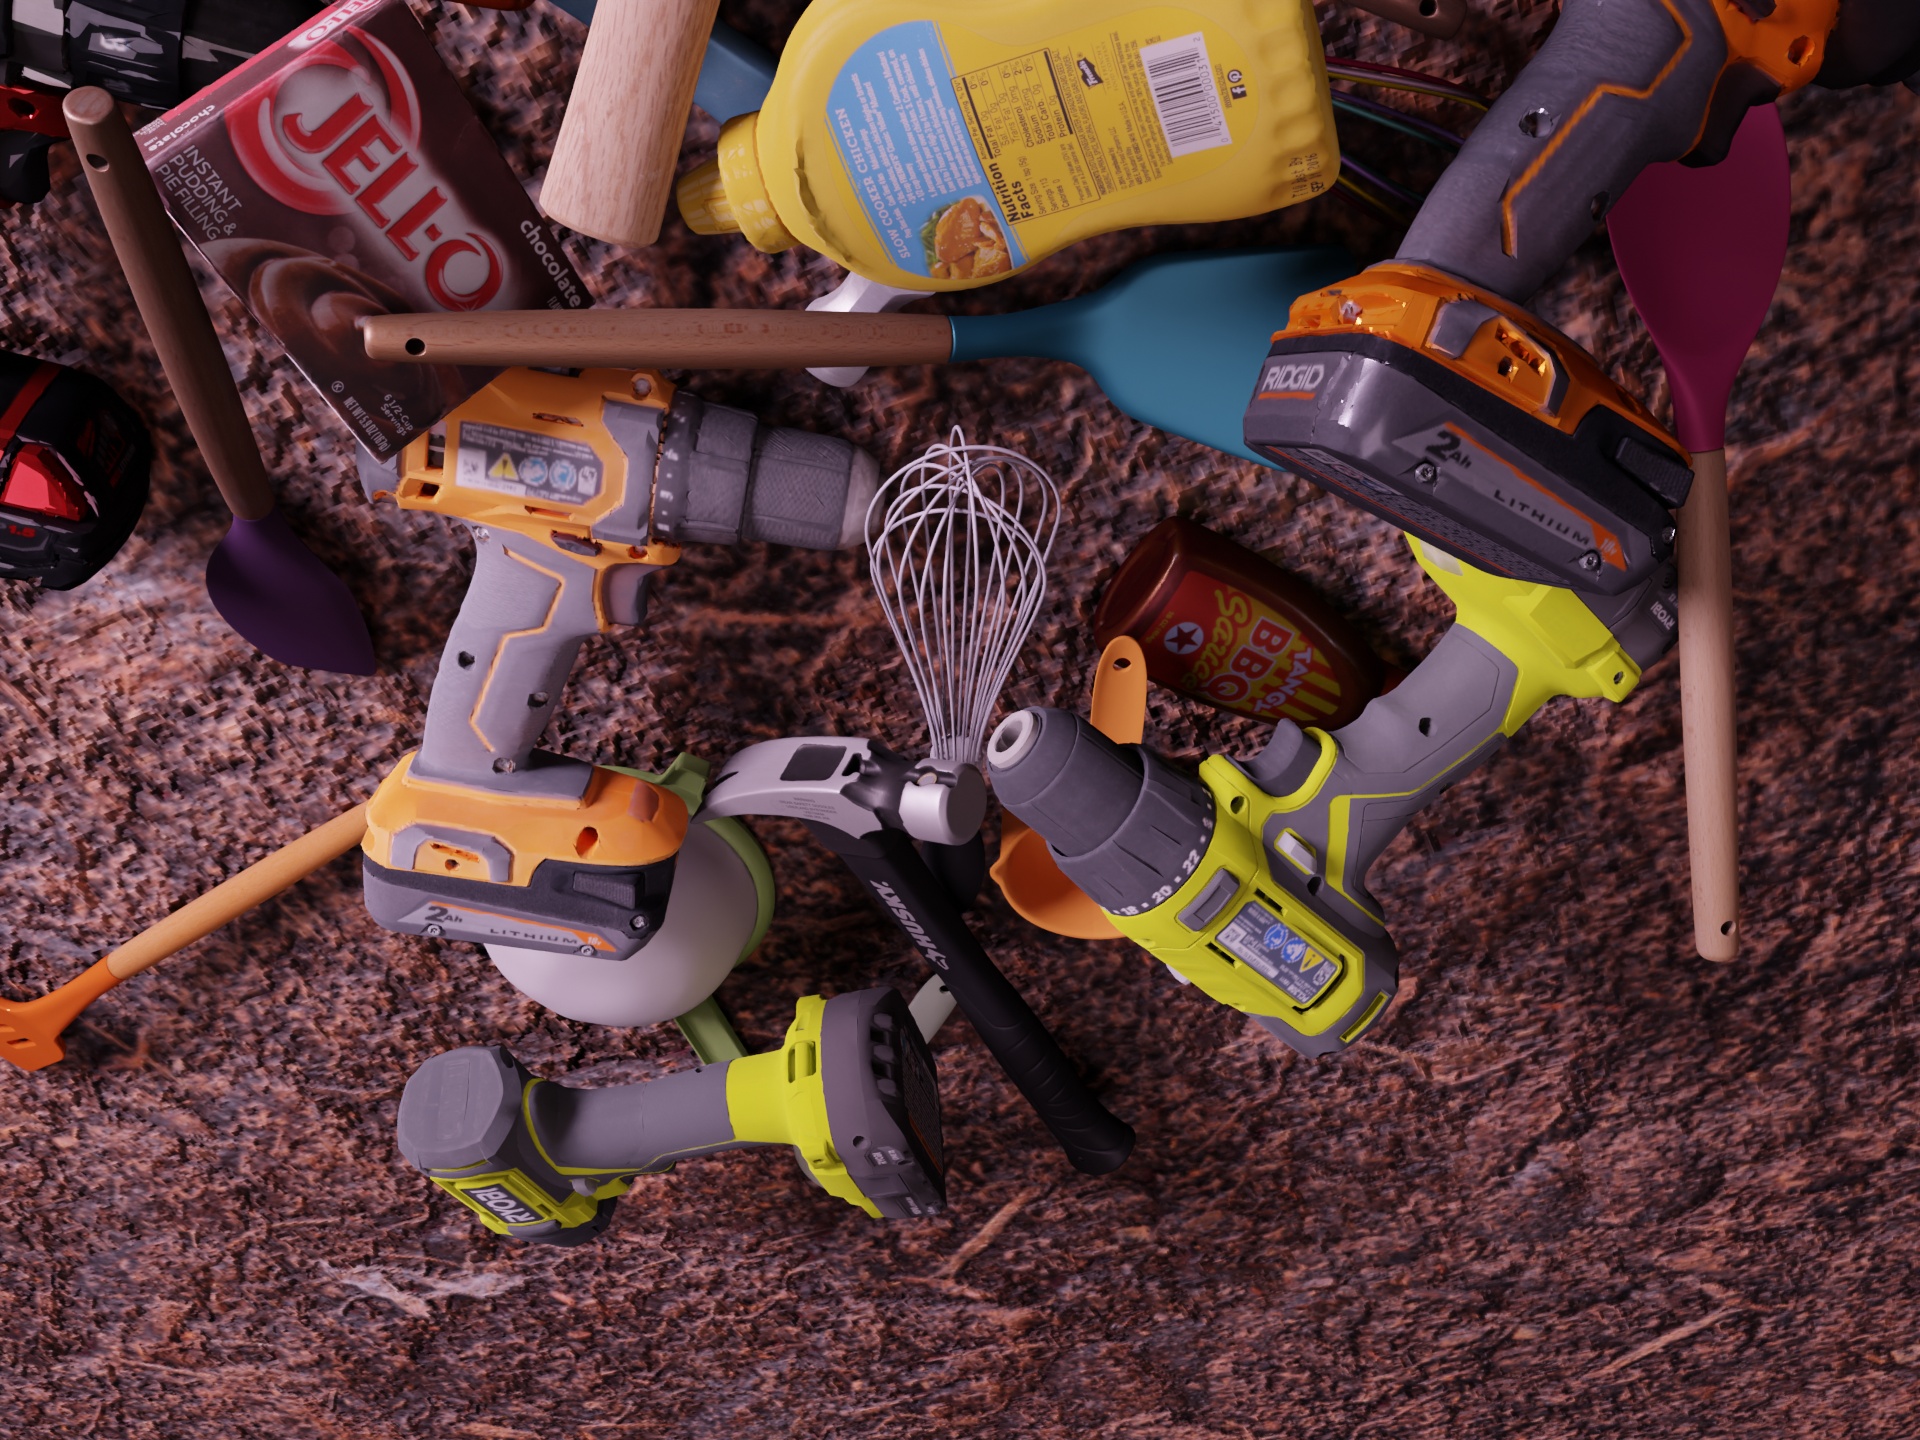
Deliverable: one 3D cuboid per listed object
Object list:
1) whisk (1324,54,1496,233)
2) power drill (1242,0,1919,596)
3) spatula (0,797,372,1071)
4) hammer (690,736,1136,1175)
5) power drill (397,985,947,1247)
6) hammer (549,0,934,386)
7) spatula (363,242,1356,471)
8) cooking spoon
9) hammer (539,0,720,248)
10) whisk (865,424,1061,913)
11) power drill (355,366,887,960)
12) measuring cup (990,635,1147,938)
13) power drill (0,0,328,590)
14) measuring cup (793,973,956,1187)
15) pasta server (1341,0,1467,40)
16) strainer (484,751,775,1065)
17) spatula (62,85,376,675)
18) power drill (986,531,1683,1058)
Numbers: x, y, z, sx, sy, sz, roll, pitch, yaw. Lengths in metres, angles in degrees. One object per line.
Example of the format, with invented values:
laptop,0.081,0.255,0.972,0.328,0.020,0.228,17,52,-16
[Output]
whisk,0.083,-0.204,0.494,0.245,0.051,0.047,18,105,-15
power drill,0.196,-0.155,0.463,0.164,0.084,0.226,23,94,-17
spatula,-0.387,0.102,0.769,0.322,0.041,0.081,-28,124,17
hammer,0.003,0.122,0.740,0.146,0.035,0.334,5,143,35
power drill,-0.125,0.198,0.753,0.223,0.080,0.171,-9,145,6
hammer,-0.132,-0.237,0.477,0.330,0.033,0.128,30,125,-22
spatula,-0.026,-0.122,0.519,0.317,0.044,0.082,-5,125,-17
cooking spoon,0.252,-0.067,0.542,0.068,0.017,0.318,-11,104,-11
hammer,-0.050,-0.281,0.398,0.130,0.031,0.331,15,118,-18
whisk,0.000,-0.002,0.644,0.070,0.070,0.284,1,141,0
power drill,-0.134,-0.023,0.607,0.185,0.084,0.226,9,113,-7
measuring cup,0.061,0.018,0.670,0.095,0.052,0.173,1,132,1
power drill,-0.301,-0.158,0.518,0.187,0.080,0.226,12,125,-18
measuring cup,-0.035,0.192,0.828,0.083,0.038,0.167,19,127,-14
pasta server,0.009,-0.258,0.455,0.316,0.040,0.060,16,118,-14
strainer,-0.146,0.136,0.763,0.151,0.069,0.256,-14,127,12
spatula,-0.247,-0.088,0.537,0.059,0.018,0.315,9,154,-7
power drill,0.137,-0.003,0.583,0.190,0.080,0.228,38,97,-26
